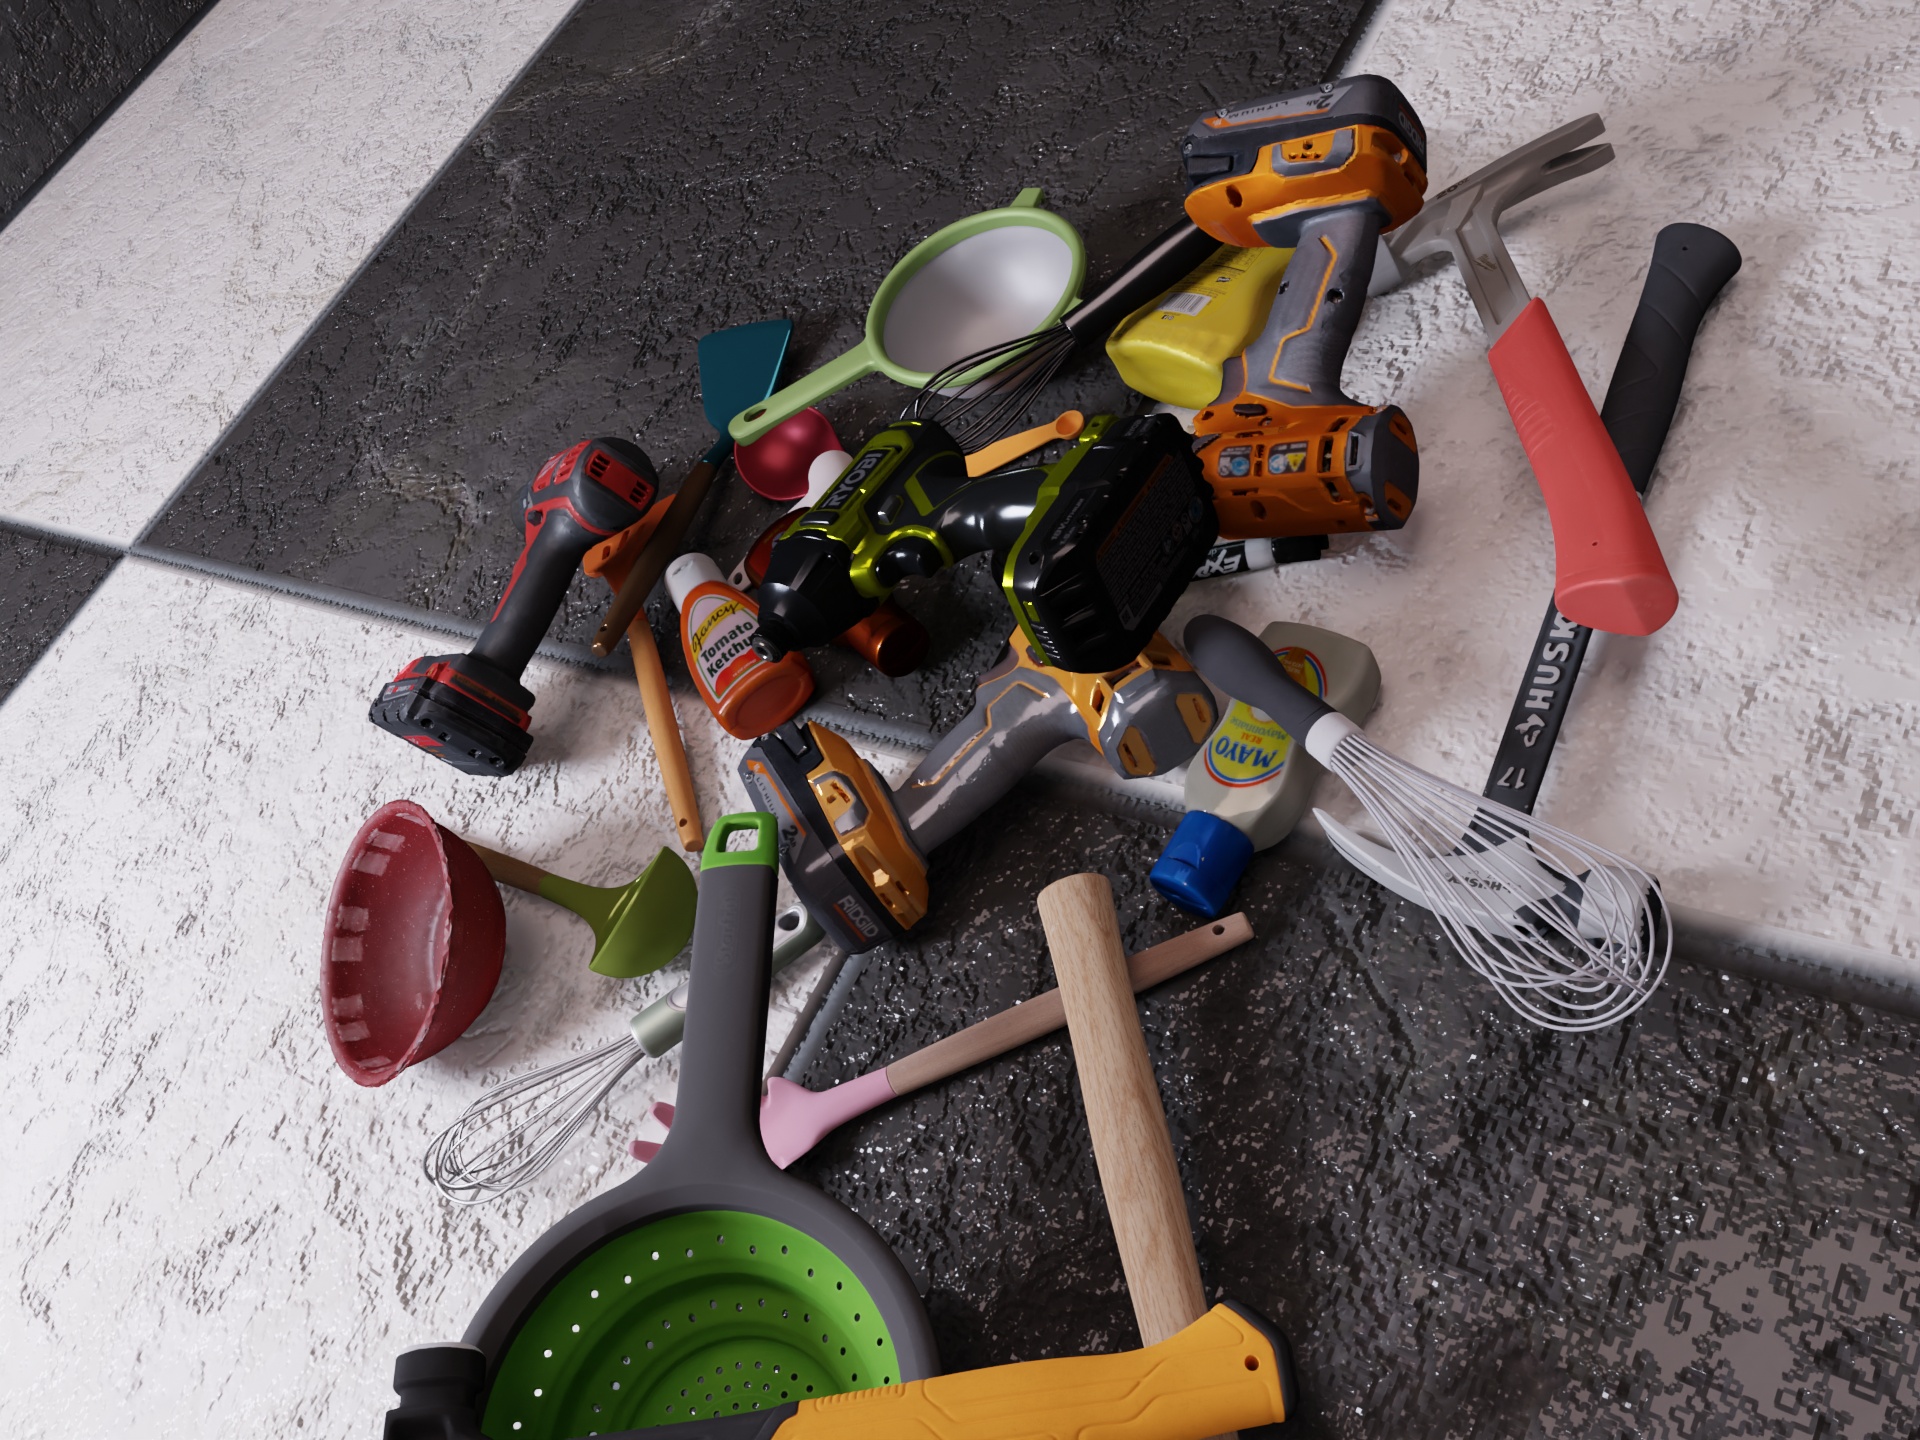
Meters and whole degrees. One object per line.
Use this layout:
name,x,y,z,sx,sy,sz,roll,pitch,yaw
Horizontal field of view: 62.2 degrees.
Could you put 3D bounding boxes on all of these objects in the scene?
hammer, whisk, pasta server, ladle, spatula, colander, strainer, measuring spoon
hammer,-0.045,0.267,0.571,0.337,0.034,0.127,-10,53,3
hammer,0.295,-0.083,0.750,0.149,0.036,0.409,8,61,37
whisk,-0.172,0.170,0.829,0.246,0.059,0.058,-35,45,-3
hammer,0.291,-0.175,0.780,0.149,0.036,0.359,-25,38,23
pasta server,-0.011,0.157,0.748,0.316,0.040,0.060,-26,53,11
ladle,-0.269,0.087,0.948,0.320,0.062,0.078,11,63,40
spatula,-0.197,-0.039,1.025,0.081,0.041,0.323,-30,50,9
colander,-0.100,0.227,0.689,0.204,0.094,0.398,-5,54,7
hammer,0.080,0.208,0.642,0.130,0.031,0.332,-21,53,14
strainer,-0.027,-0.230,1.033,0.256,0.069,0.152,-27,50,11
measuring spoon,0.026,-0.164,0.994,0.117,0.011,0.021,-20,54,21
spatula,-0.188,-0.162,1.078,0.082,0.044,0.318,-4,44,24
measuring spoon,-0.115,-0.126,1.023,0.124,0.018,0.034,-46,55,13
ladle,-0.034,-0.140,0.998,0.316,0.031,0.069,26,90,39
whisk,0.064,-0.228,0.923,0.239,0.055,0.055,-36,46,6
whisk,0.180,0.025,0.672,0.070,0.070,0.285,-40,44,-2

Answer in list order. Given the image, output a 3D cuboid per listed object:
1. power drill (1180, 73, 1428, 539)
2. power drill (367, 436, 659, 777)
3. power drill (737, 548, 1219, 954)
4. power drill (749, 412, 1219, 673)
power drill,0.159,-0.205,0.835,0.164,0.084,0.226,0,79,36
power drill,-0.294,-0.080,1.048,0.188,0.080,0.227,-1,60,58
power drill,-0.001,-0.003,0.839,0.226,0.084,0.186,-33,44,0
power drill,0.003,-0.088,0.818,0.223,0.080,0.171,5,48,41
